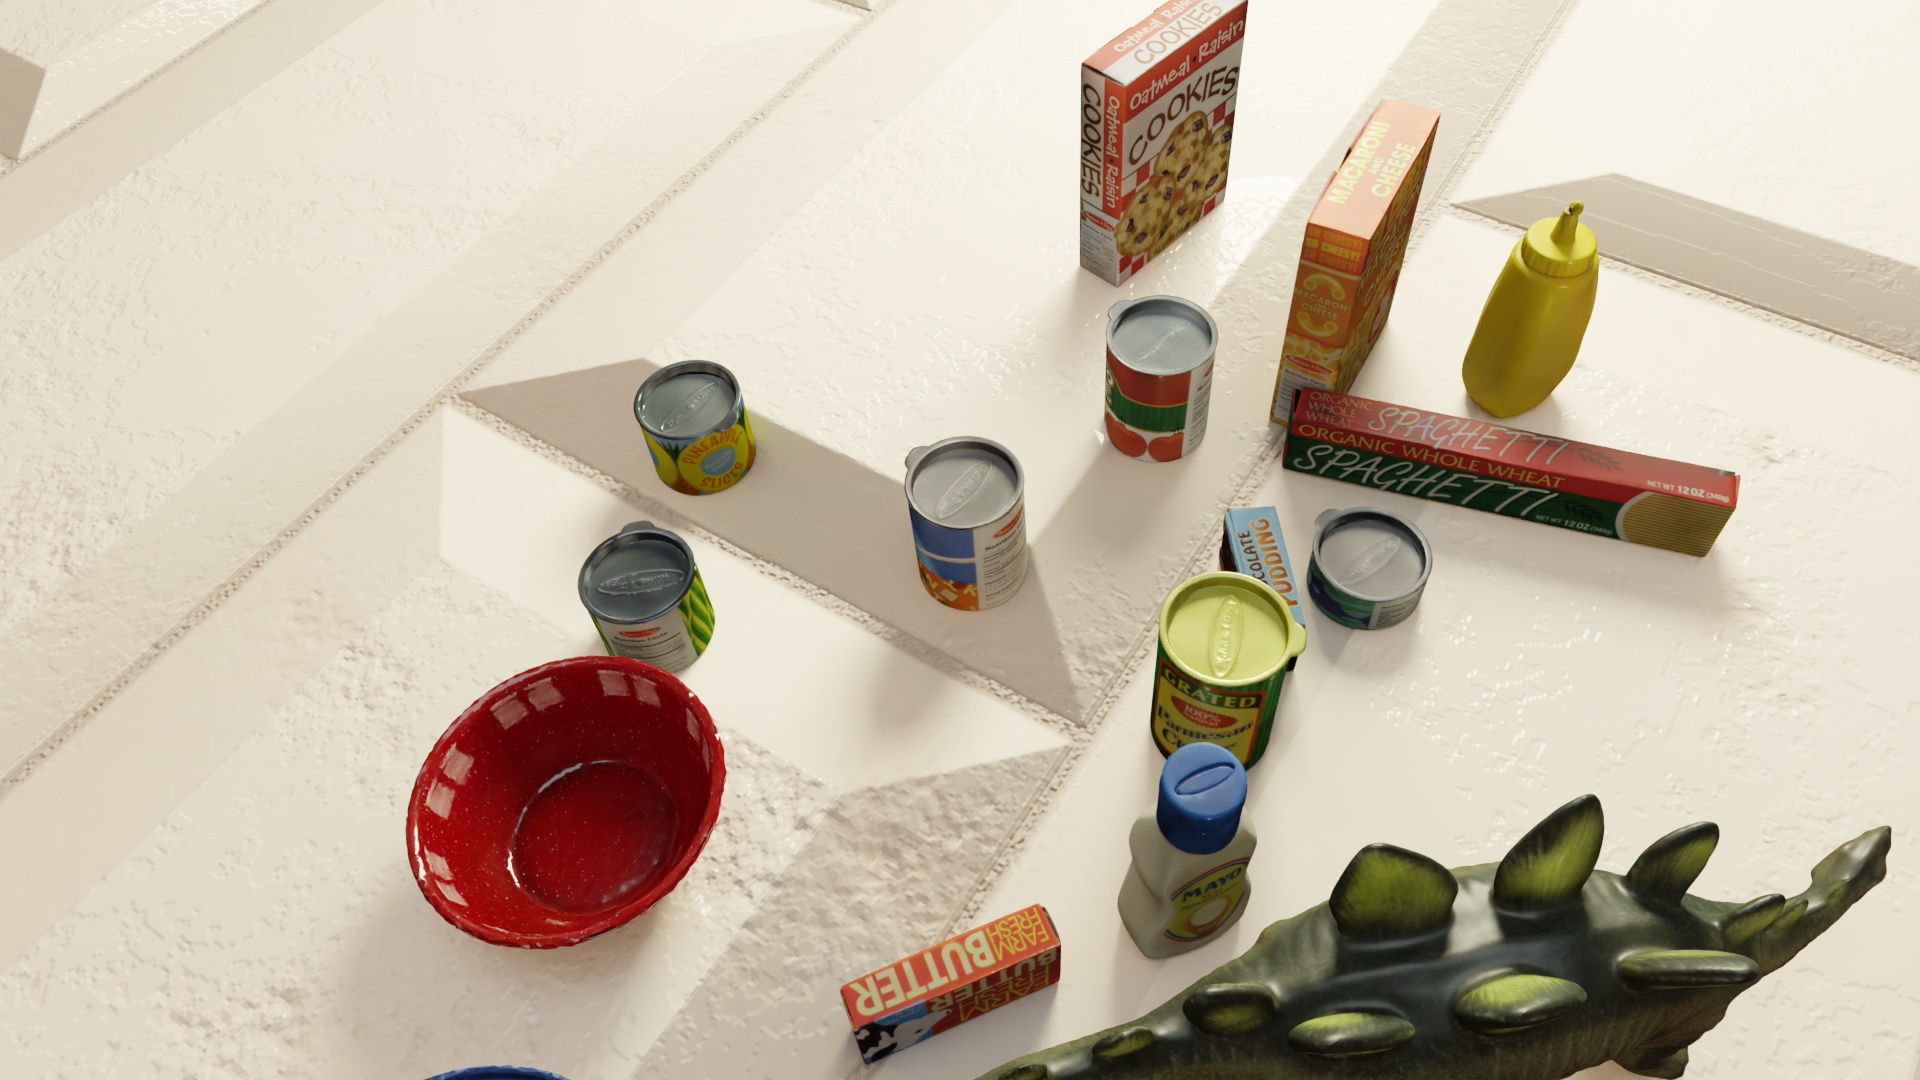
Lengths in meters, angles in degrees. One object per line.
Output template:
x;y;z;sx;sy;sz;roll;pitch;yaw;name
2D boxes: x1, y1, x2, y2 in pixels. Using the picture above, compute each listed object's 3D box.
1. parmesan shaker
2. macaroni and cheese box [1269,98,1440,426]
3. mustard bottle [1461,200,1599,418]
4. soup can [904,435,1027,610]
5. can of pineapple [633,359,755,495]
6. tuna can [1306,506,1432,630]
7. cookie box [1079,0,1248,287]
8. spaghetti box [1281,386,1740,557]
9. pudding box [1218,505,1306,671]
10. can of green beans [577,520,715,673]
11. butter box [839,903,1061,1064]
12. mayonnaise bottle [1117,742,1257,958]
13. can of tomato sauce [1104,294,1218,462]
0.135;0.073;0.714;0.071;0.102;0.071;-2;53;3;parmesan shaker
0.236;-0.162;0.842;0.040;0.165;0.124;23;58;20;macaroni and cheese box
0.344;-0.142;0.823;0.065;0.159;0.049;-28;56;-15;mustard bottle
0.003;-0.010;0.798;0.071;0.083;0.072;-2;53;3;soup can
-0.164;-0.069;0.870;0.071;0.057;0.071;-2;53;3;can of pineapple
0.231;0.015;0.794;0.071;0.032;0.071;-2;53;3;tuna can
0.133;-0.271;0.931;0.040;0.166;0.123;37;64;27;cookie box
0.316;-0.042;0.819;0.250;0.050;0.029;13;56;14;spaghetti box
0.168;0.027;0.779;0.030;0.049;0.084;-6;53;0;pudding box
-0.178;0.035;0.794;0.071;0.057;0.071;-2;53;3;can of green beans
-0.003;0.209;0.655;0.104;0.052;0.024;-20;55;-10;butter box
0.106;0.143;0.636;0.065;0.147;0.041;-22;55;-11;mayonnaise bottle
0.120;-0.099;0.856;0.071;0.082;0.071;-2;53;3;can of tomato sauce
